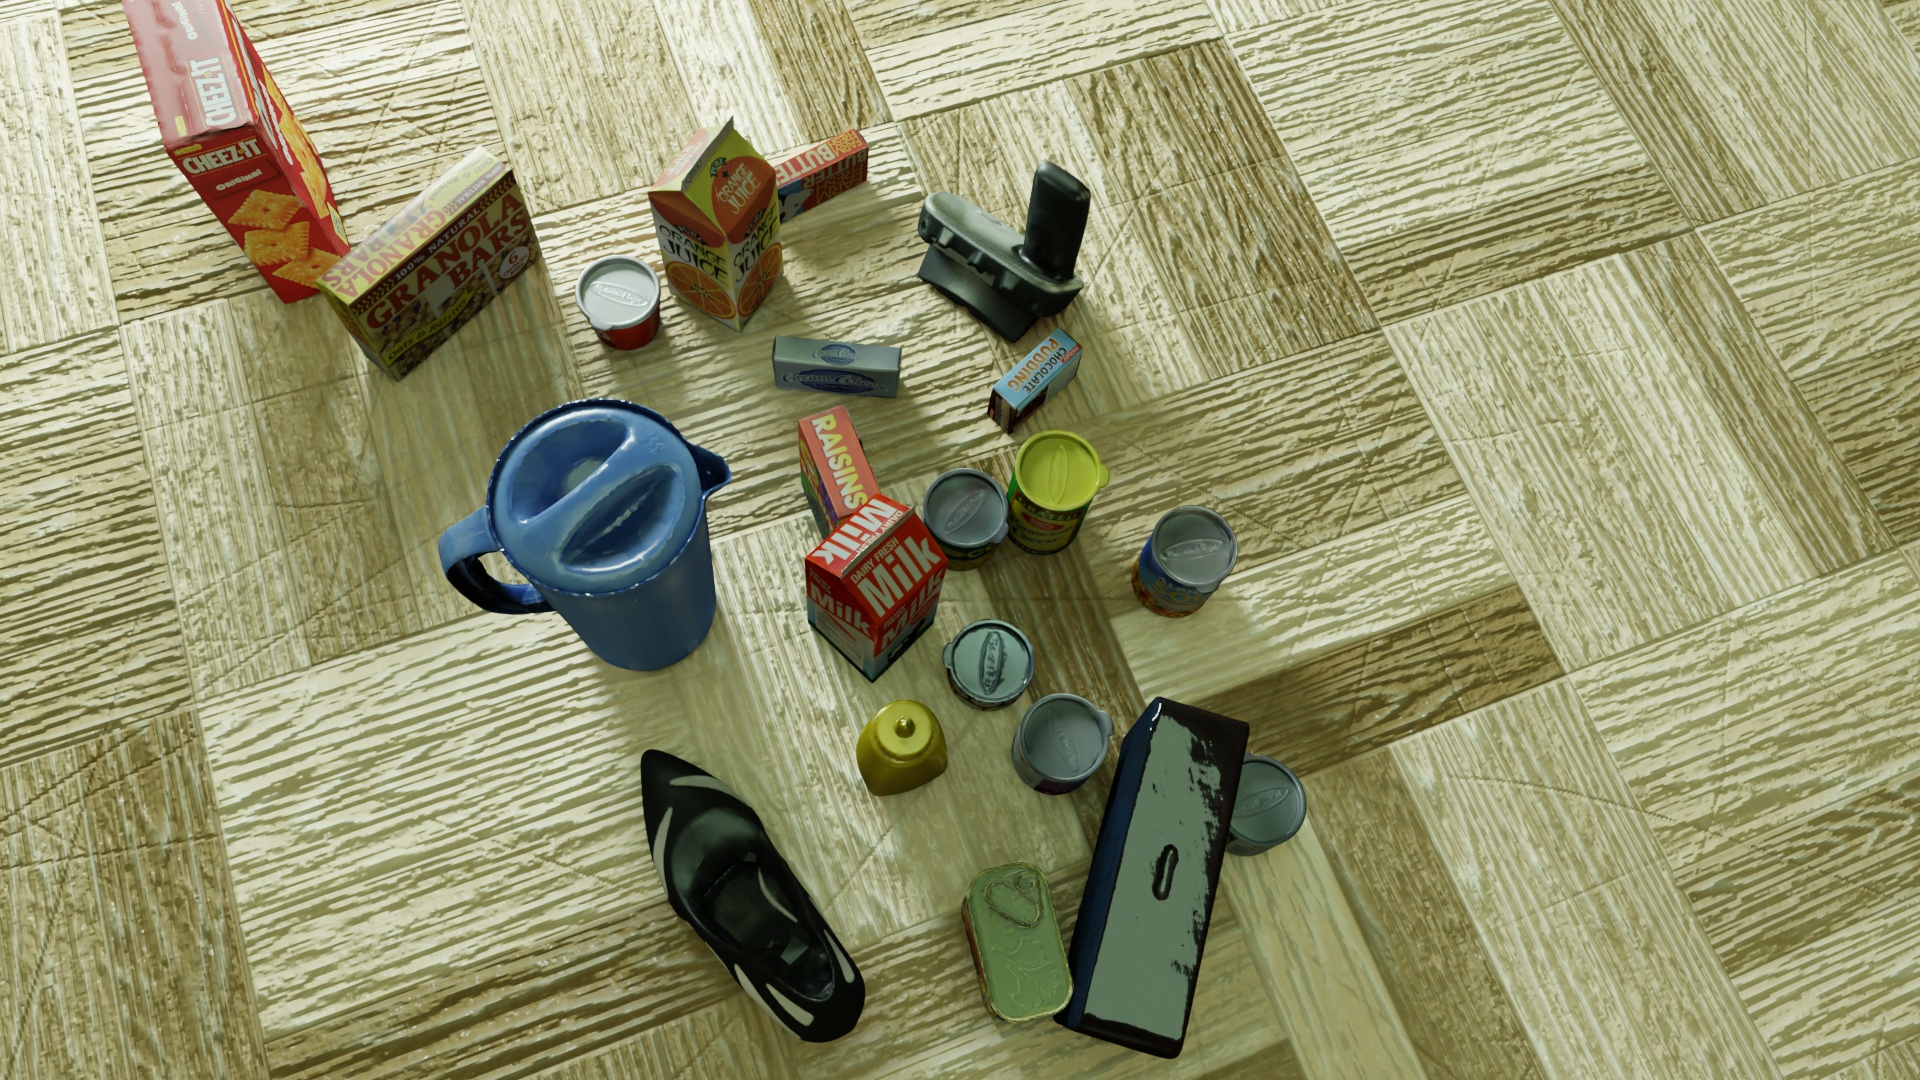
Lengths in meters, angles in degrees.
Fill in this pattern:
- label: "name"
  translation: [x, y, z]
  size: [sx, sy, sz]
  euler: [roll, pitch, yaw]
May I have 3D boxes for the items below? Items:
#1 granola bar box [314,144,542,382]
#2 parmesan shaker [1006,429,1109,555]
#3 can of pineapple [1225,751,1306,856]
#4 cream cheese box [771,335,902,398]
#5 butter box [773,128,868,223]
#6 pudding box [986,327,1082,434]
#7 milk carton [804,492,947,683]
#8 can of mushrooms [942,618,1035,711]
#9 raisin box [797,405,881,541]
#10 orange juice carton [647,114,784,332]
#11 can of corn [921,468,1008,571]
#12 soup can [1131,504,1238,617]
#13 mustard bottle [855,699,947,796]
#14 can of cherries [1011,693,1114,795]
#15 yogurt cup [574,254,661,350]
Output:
- label: "granola bar box"
  translation: [-0.413, -0.217, 1.099]
  size: [0.039, 0.123, 0.166]
  euler: [38, 71, 9]
- label: "parmesan shaker"
  translation: [0.072, -0.034, 1.082]
  size: [0.071, 0.102, 0.071]
  euler: [2, 69, -4]
- label: "can of pineapple"
  translation: [0.216, 0.196, 1.030]
  size: [0.071, 0.057, 0.071]
  euler: [2, 69, -4]
- label: "cream cheese box"
  translation: [-0.101, -0.141, 1.135]
  size: [0.104, 0.053, 0.024]
  euler: [5, 69, -3]
- label: "butter box"
  translation: [-0.128, -0.312, 1.199]
  size: [0.104, 0.053, 0.024]
  euler: [-31, 75, -15]
- label: "pudding box"
  translation: [0.062, -0.131, 1.147]
  size: [0.030, 0.049, 0.084]
  euler: [43, 72, 11]
- label: "milk carton"
  translation: [-0.062, 0.031, 0.999]
  size: [0.073, 0.189, 0.072]
  euler: [42, 72, 11]
- label: "can of mushrooms"
  translation: [0.020, 0.095, 1.065]
  size: [0.071, 0.033, 0.071]
  euler: [2, 69, -4]
- label: "raisin box"
  translation: [-0.091, -0.037, 1.058]
  size: [0.040, 0.123, 0.086]
  euler: [-19, 72, -11]
- label: "orange juice carton"
  translation: [-0.191, -0.252, 1.096]
  size: [0.073, 0.192, 0.072]
  euler: [30, 70, 6]
- label: "can of corn"
  translation: [0.004, -0.014, 1.092]
  size: [0.071, 0.058, 0.071]
  euler: [2, 69, -4]
- label: "soup can"
  translation: [0.173, 0.021, 1.080]
  size: [0.071, 0.083, 0.071]
  euler: [2, 69, -4]
- label: "mustard bottle"
  translation: [-0.040, 0.142, 0.974]
  size: [0.065, 0.159, 0.049]
  euler: [-18, 72, -11]
- label: "can of cherries"
  translation: [0.076, 0.152, 1.034]
  size: [0.071, 0.058, 0.072]
  euler: [2, 69, -4]
- label: "yogurt cup"
  translation: [-0.277, -0.192, 1.139]
  size: [0.072, 0.053, 0.072]
  euler: [2, 69, -4]
